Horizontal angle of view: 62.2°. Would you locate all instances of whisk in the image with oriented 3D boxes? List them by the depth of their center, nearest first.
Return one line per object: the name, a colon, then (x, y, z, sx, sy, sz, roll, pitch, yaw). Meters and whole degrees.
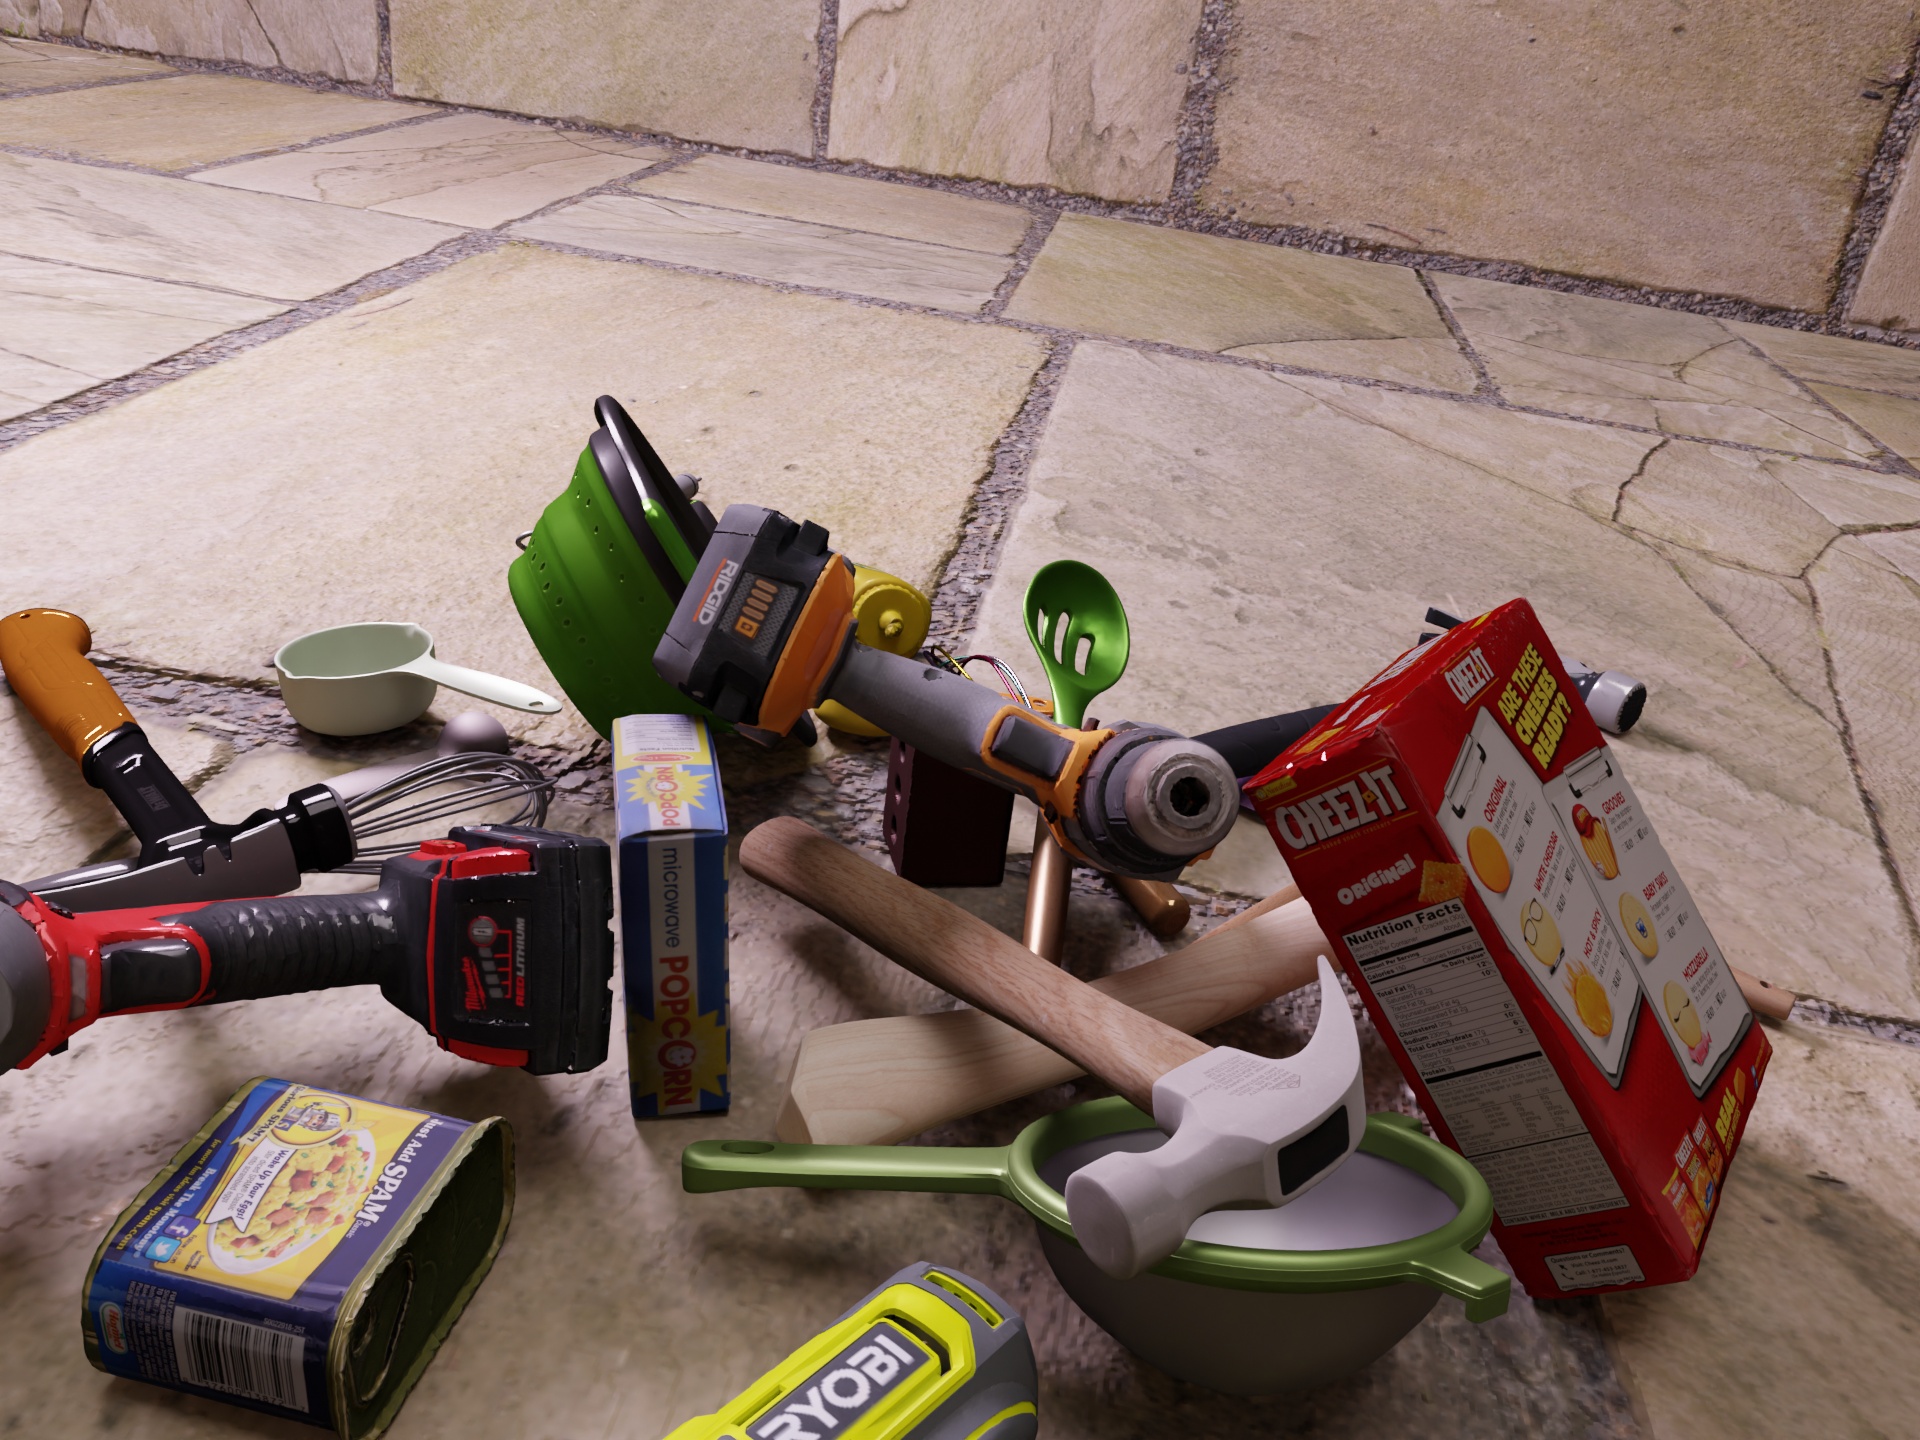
whisk: (-0.285, 0.056, 0.666, 0.239, 0.055, 0.055, -14, 34, -29)
whisk: (0.045, 0.030, 0.818, 0.051, 0.047, 0.245, -7, 35, -29)

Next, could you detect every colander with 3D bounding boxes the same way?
colander: (-0.175, -0.072, 0.887, 0.094, 0.204, 0.397, -31, 15, -1)

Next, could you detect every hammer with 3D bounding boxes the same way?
hammer: (0.009, 0.087, 0.572, 0.130, 0.031, 0.331, -18, 21, -29)
hammer: (0.118, 0.110, 0.655, 0.410, 0.038, 0.146, -14, 56, -31)
hammer: (-0.379, 0.011, 0.687, 0.127, 0.034, 0.337, -21, 30, -33)
hammer: (0.234, -0.006, 0.922, 0.409, 0.036, 0.149, -12, 32, -40)

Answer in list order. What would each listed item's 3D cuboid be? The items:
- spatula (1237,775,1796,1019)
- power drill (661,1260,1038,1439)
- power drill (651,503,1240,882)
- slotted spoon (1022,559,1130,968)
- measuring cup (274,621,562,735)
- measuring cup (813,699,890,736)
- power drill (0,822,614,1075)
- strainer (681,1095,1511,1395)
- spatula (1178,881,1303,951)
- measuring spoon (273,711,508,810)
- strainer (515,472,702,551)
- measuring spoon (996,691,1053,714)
spatula: (0.257, 0.076, 0.810, 0.316, 0.018, 0.060, 24, 32, 29)
power drill: (0.013, 0.238, 0.369, 0.223, 0.080, 0.171, 23, 30, 34)
power drill: (-0.001, -0.002, 0.621, 0.226, 0.084, 0.185, 25, -5, -2)
slotted spoon: (0.046, 0.028, 0.760, 0.070, 0.031, 0.314, 32, 38, -19)
measuring cup: (-0.263, -0.010, 0.787, 0.168, 0.038, 0.083, 14, 28, 23)
measuring cup: (-0.074, -0.024, 0.910, 0.062, 0.029, 0.157, 4, 14, -27)
power drill: (-0.230, 0.077, 0.508, 0.219, 0.078, 0.143, 1, -1, -33)
strainer: (0.036, 0.171, 0.510, 0.256, 0.069, 0.151, 0, 4, 6)
spatula: (0.149, 0.081, 0.740, 0.082, 0.044, 0.317, 36, 39, 30)
measuring spoon: (-0.273, 0.019, 0.767, 0.034, 0.018, 0.124, 26, 33, 30)
strainer: (-0.218, -0.132, 1.052, 0.087, 0.050, 0.258, -31, 11, 21)
measuring spoon: (0.003, -0.017, 0.923, 0.117, 0.011, 0.021, 8, 27, -1)
